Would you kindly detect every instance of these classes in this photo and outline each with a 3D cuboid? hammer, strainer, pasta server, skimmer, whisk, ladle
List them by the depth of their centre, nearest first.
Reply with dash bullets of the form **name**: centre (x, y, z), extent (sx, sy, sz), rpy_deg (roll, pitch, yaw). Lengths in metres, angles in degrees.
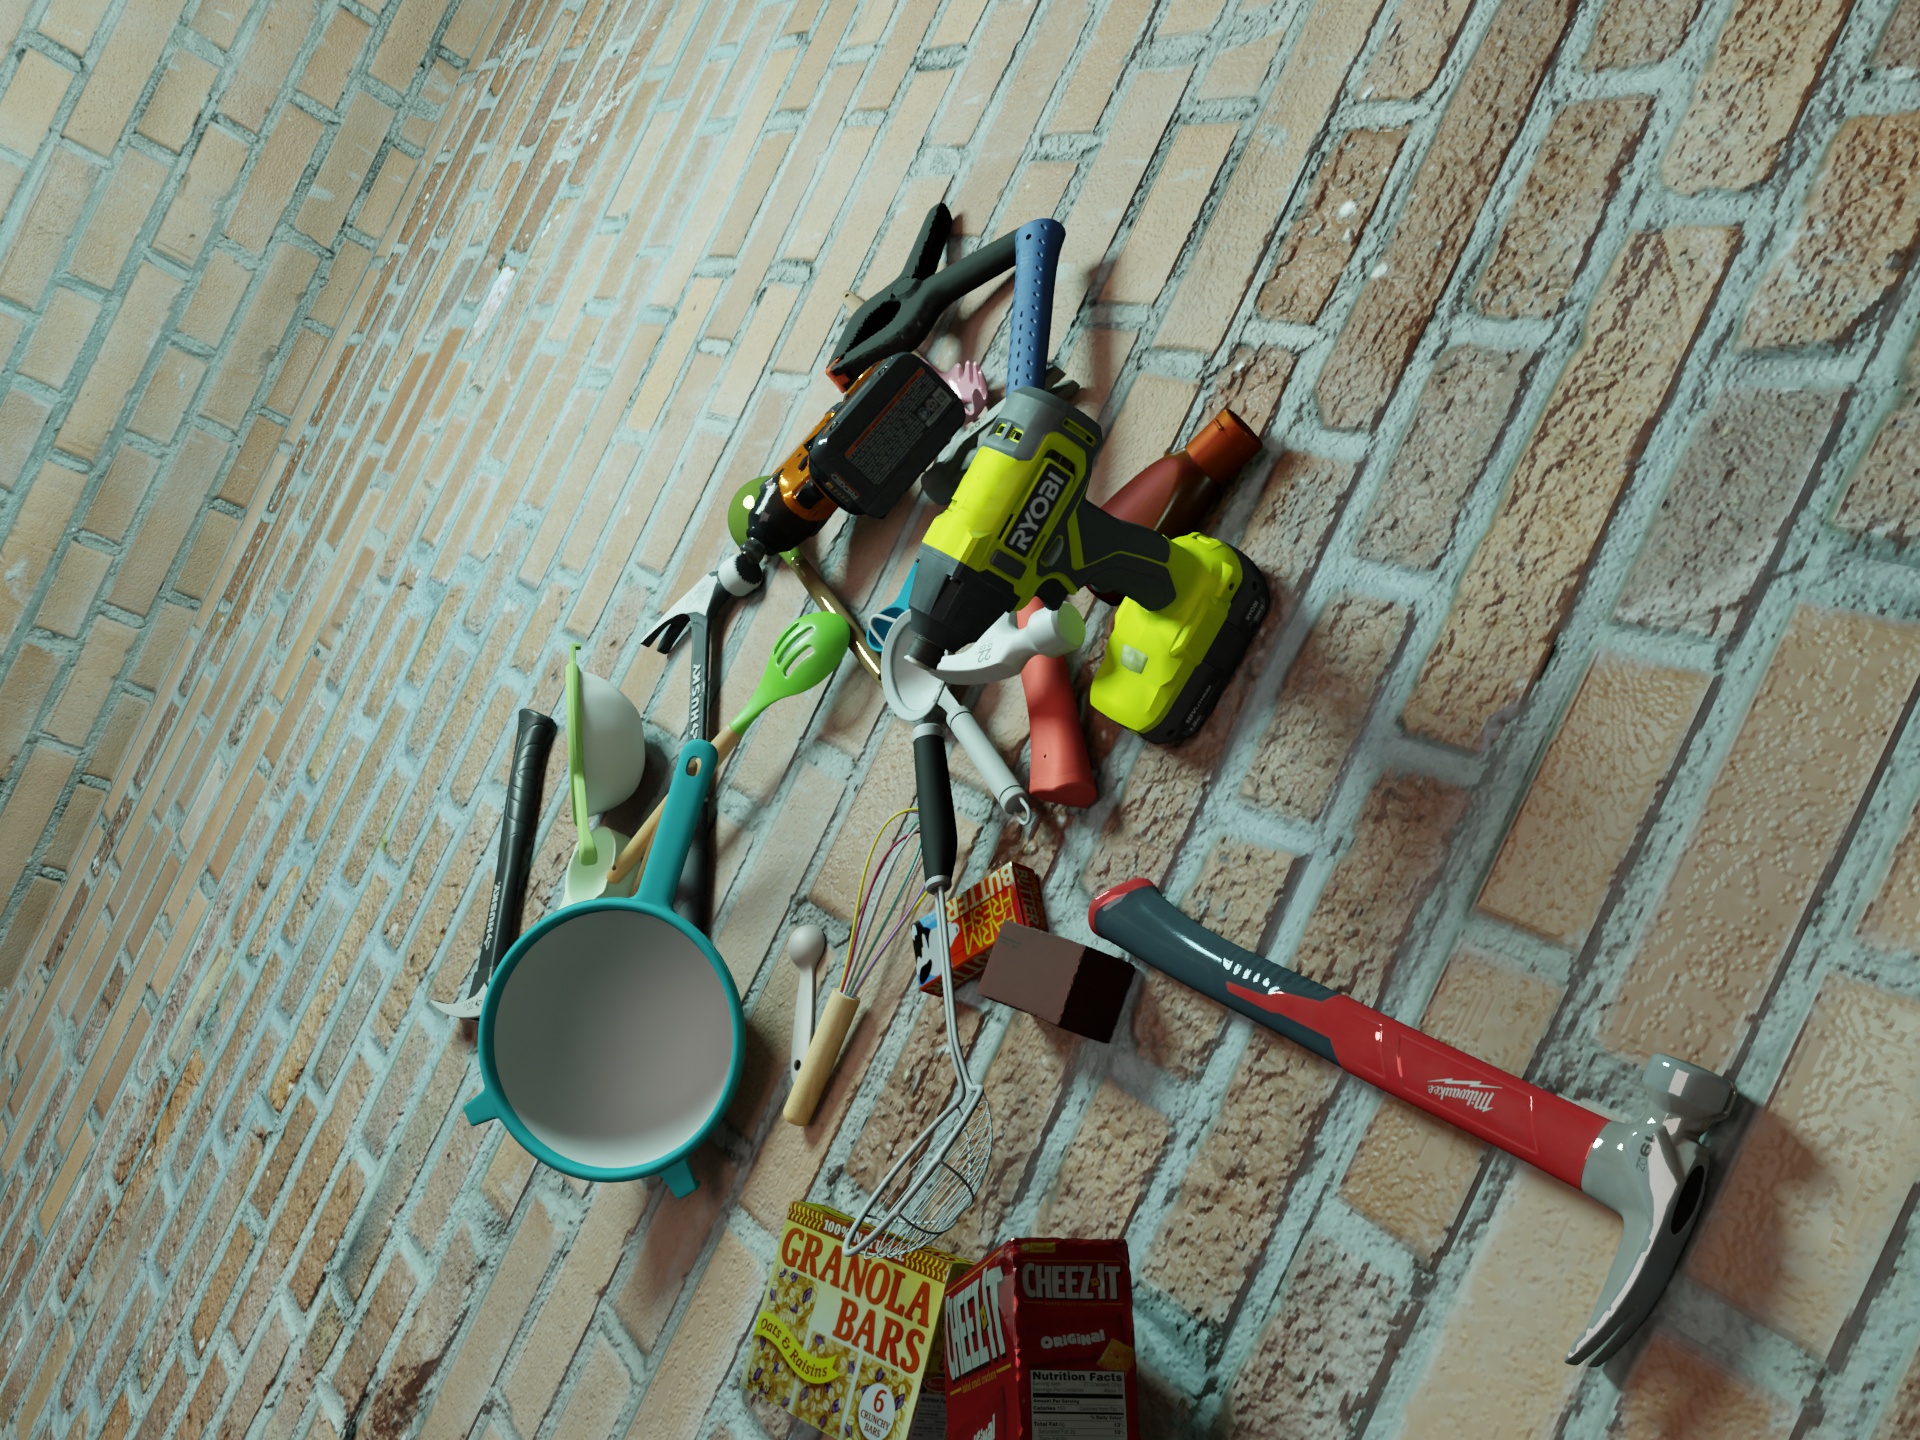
- **hammer**: centre (0.198, 0.180, 0.844), extent (0.387, 0.038, 0.143), rpy_deg (21, 88, 51)
- **skimmer**: centre (-0.036, 0.160, 1.030), extent (0.127, 0.090, 0.364), rpy_deg (128, 143, -52)
- **whisk**: centre (-0.069, 0.178, 1.139), extent (0.051, 0.047, 0.245), rpy_deg (26, 94, 62)
- **strainer**: centre (-0.002, -0.004, 1.151), extent (0.086, 0.050, 0.259), rpy_deg (-65, 35, 25)
- **hammer**: centre (0.055, -0.095, 1.152), extent (0.149, 0.036, 0.359), rpy_deg (-35, 47, 28)
- **hammer**: centre (0.039, -0.207, 1.171), extent (0.144, 0.035, 0.406), rpy_deg (-20, 52, 40)
- **strainer**: centre (-0.239, 0.182, 1.240), extent (0.211, 0.095, 0.340), rpy_deg (15, 85, 11)
- **ladle**: centre (-0.120, -0.114, 1.362), extent (0.078, 0.062, 0.320), rpy_deg (-45, 49, 8)
- **pasta server**: centre (-0.050, -0.327, 1.395), extent (0.060, 0.040, 0.317), rpy_deg (-38, 41, 2)
- **hammer**: centre (-0.237, 0.050, 1.395), extent (0.149, 0.036, 0.409), rpy_deg (-28, 51, 37)
- **strainer**: centre (-0.313, 0.047, 1.418), extent (0.257, 0.069, 0.151), rpy_deg (-115, 26, -56)
- **hammer**: centre (-0.450, 0.138, 1.581), extent (0.146, 0.035, 0.335), rpy_deg (-23, 54, 38)

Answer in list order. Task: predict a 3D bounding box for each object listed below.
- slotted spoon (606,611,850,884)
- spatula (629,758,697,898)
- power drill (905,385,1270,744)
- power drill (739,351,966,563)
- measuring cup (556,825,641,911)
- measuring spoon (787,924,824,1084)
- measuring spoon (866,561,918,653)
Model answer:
- **slotted spoon**: centre (-0.202, 0.027, 1.325), extent (0.313, 0.031, 0.070), rpy_deg (-48, 49, 17)
- **spatula**: centre (-0.279, 0.147, 1.338), extent (0.082, 0.044, 0.317), rpy_deg (-107, 35, -45)
- **power drill**: centre (0.074, -0.078, 0.973), extent (0.080, 0.223, 0.171), rpy_deg (33, 95, 51)
- **power drill**: centre (-0.099, -0.200, 1.278), extent (0.164, 0.084, 0.226), rpy_deg (-52, 16, -16)
- **measuring cup**: centre (-0.343, 0.175, 1.443), extent (0.167, 0.038, 0.083), rpy_deg (-58, 39, 10)
- **measuring spoon**: centre (-0.122, 0.211, 1.192), extent (0.034, 0.018, 0.124), rpy_deg (-22, 55, 39)
- **measuring spoon**: centre (-0.032, -0.106, 1.275), extent (0.042, 0.021, 0.129), rpy_deg (18, 74, 42)
